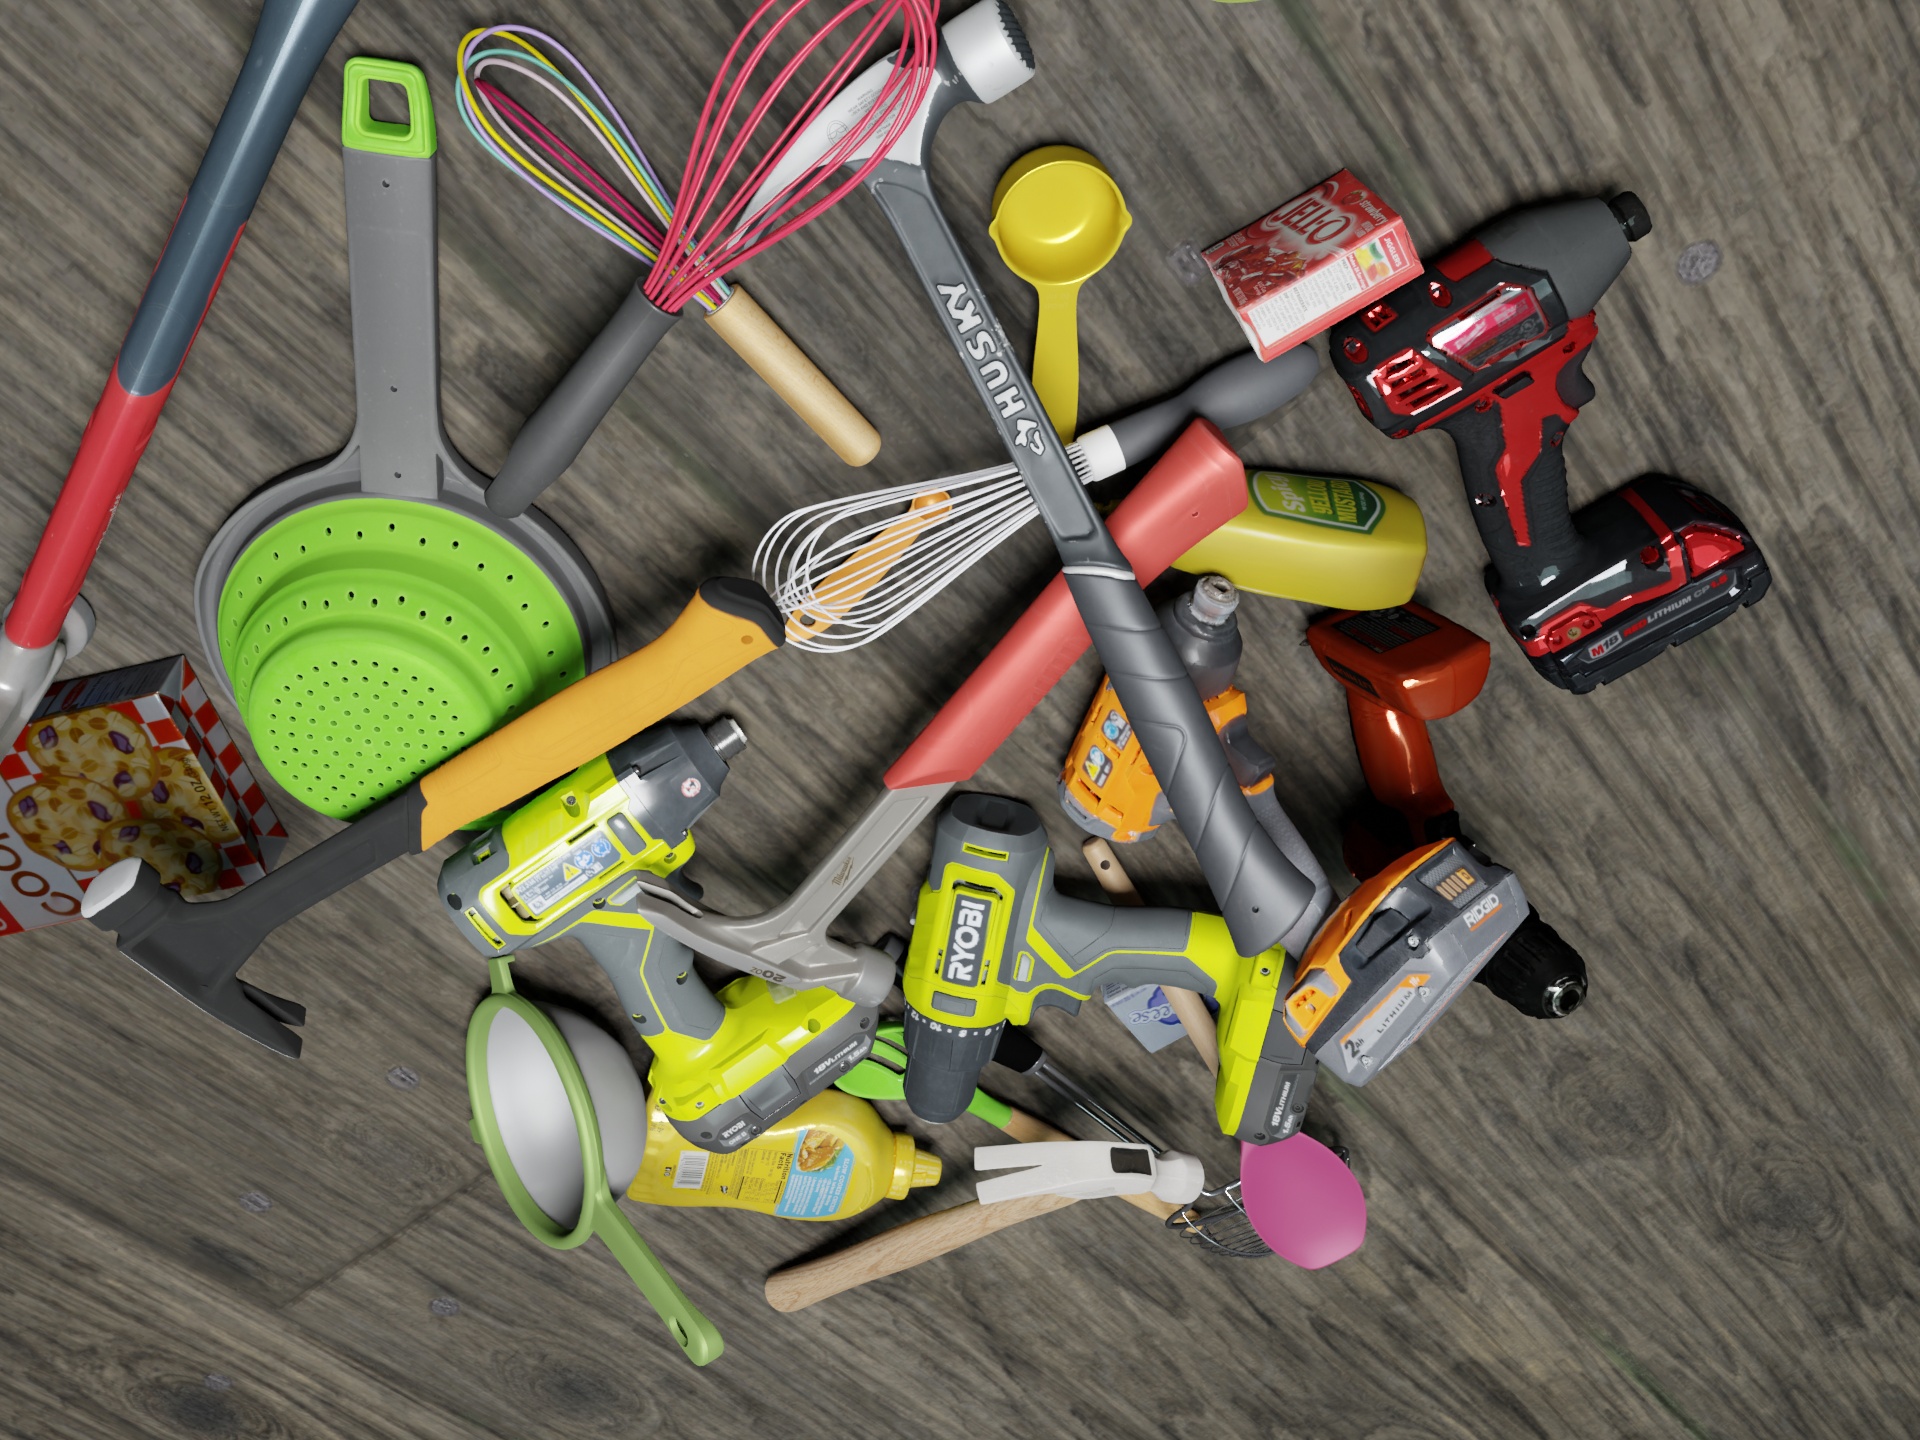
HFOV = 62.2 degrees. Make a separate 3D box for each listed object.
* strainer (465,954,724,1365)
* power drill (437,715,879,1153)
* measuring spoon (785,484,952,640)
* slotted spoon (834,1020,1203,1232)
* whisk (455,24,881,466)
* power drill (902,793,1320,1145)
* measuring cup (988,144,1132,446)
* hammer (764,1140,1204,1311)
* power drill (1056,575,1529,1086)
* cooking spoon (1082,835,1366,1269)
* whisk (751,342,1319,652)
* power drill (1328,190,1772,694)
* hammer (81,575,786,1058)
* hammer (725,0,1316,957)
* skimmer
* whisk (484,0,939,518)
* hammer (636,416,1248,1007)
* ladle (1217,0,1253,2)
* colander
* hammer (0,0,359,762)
[{"bbox_3d":[-0.190,0.250,0.893,0.069,0.257,0.151,-15,133,-41],"label":"strainer"},{"bbox_3d":[-0.146,0.114,0.864,0.171,0.080,0.223,-35,119,-4],"label":"power drill"},{"bbox_3d":[-0.048,-0.078,0.793,0.021,0.011,0.117,38,118,-24],"label":"measuring spoon"},{"bbox_3d":[0.045,0.265,1.020,0.313,0.031,0.070,34,116,-26],"label":"slotted spoon"},{"bbox_3d":[-0.121,-0.194,0.688,0.051,0.047,0.244,-36,122,17],"label":"whisk"},{"bbox_3d":[0.080,0.155,0.877,0.228,0.080,0.190,12,109,4],"label":"power drill"},{"bbox_3d":[0.042,-0.185,0.722,0.062,0.029,0.156,-5,136,-4],"label":"measuring cup"},{"bbox_3d":[-0.014,0.319,0.991,0.130,0.031,0.331,21,139,-38],"label":"hammer"},{"bbox_3d":[0.152,0.045,0.762,0.084,0.227,0.164,-26,150,-36],"label":"power drill"},{"bbox_3d":[0.153,0.199,0.937,0.069,0.017,0.318,-29,105,6],"label":"cooking spoon"},{"bbox_3d":[0.035,-0.111,0.737,0.284,0.070,0.070,-25,123,0],"label":"whisk"},{"bbox_3d":[0.282,-0.131,0.742,0.143,0.079,0.219,-32,118,16],"label":"power drill"},{"bbox_3d":[-0.223,0.038,0.729,0.337,0.034,0.127,-30,127,8],"label":"hammer"},{"bbox_3d":[0.045,-0.079,0.680,0.149,0.036,0.409,-24,99,22],"label":"hammer"},{"bbox_3d":[0.094,0.226,0.994,0.363,0.090,0.127,39,125,-14],"label":"skimmer"},{"bbox_3d":[-0.110,-0.184,0.639,0.073,0.073,0.295,34,119,-24],"label":"whisk"},{"bbox_3d":[-0.001,-0.002,0.760,0.149,0.037,0.359,28,115,-29],"label":"hammer"},{"bbox_3d":[-0.013,-0.309,0.611,0.320,0.062,0.078,-3,100,1],"label":"ladle"},{"bbox_3d":[-0.261,-0.084,0.720,0.204,0.095,0.396,6,124,-8],"label":"colander"},{"bbox_3d":[-0.339,-0.145,0.658,0.038,0.143,0.386,27,114,-23],"label":"hammer"}]
